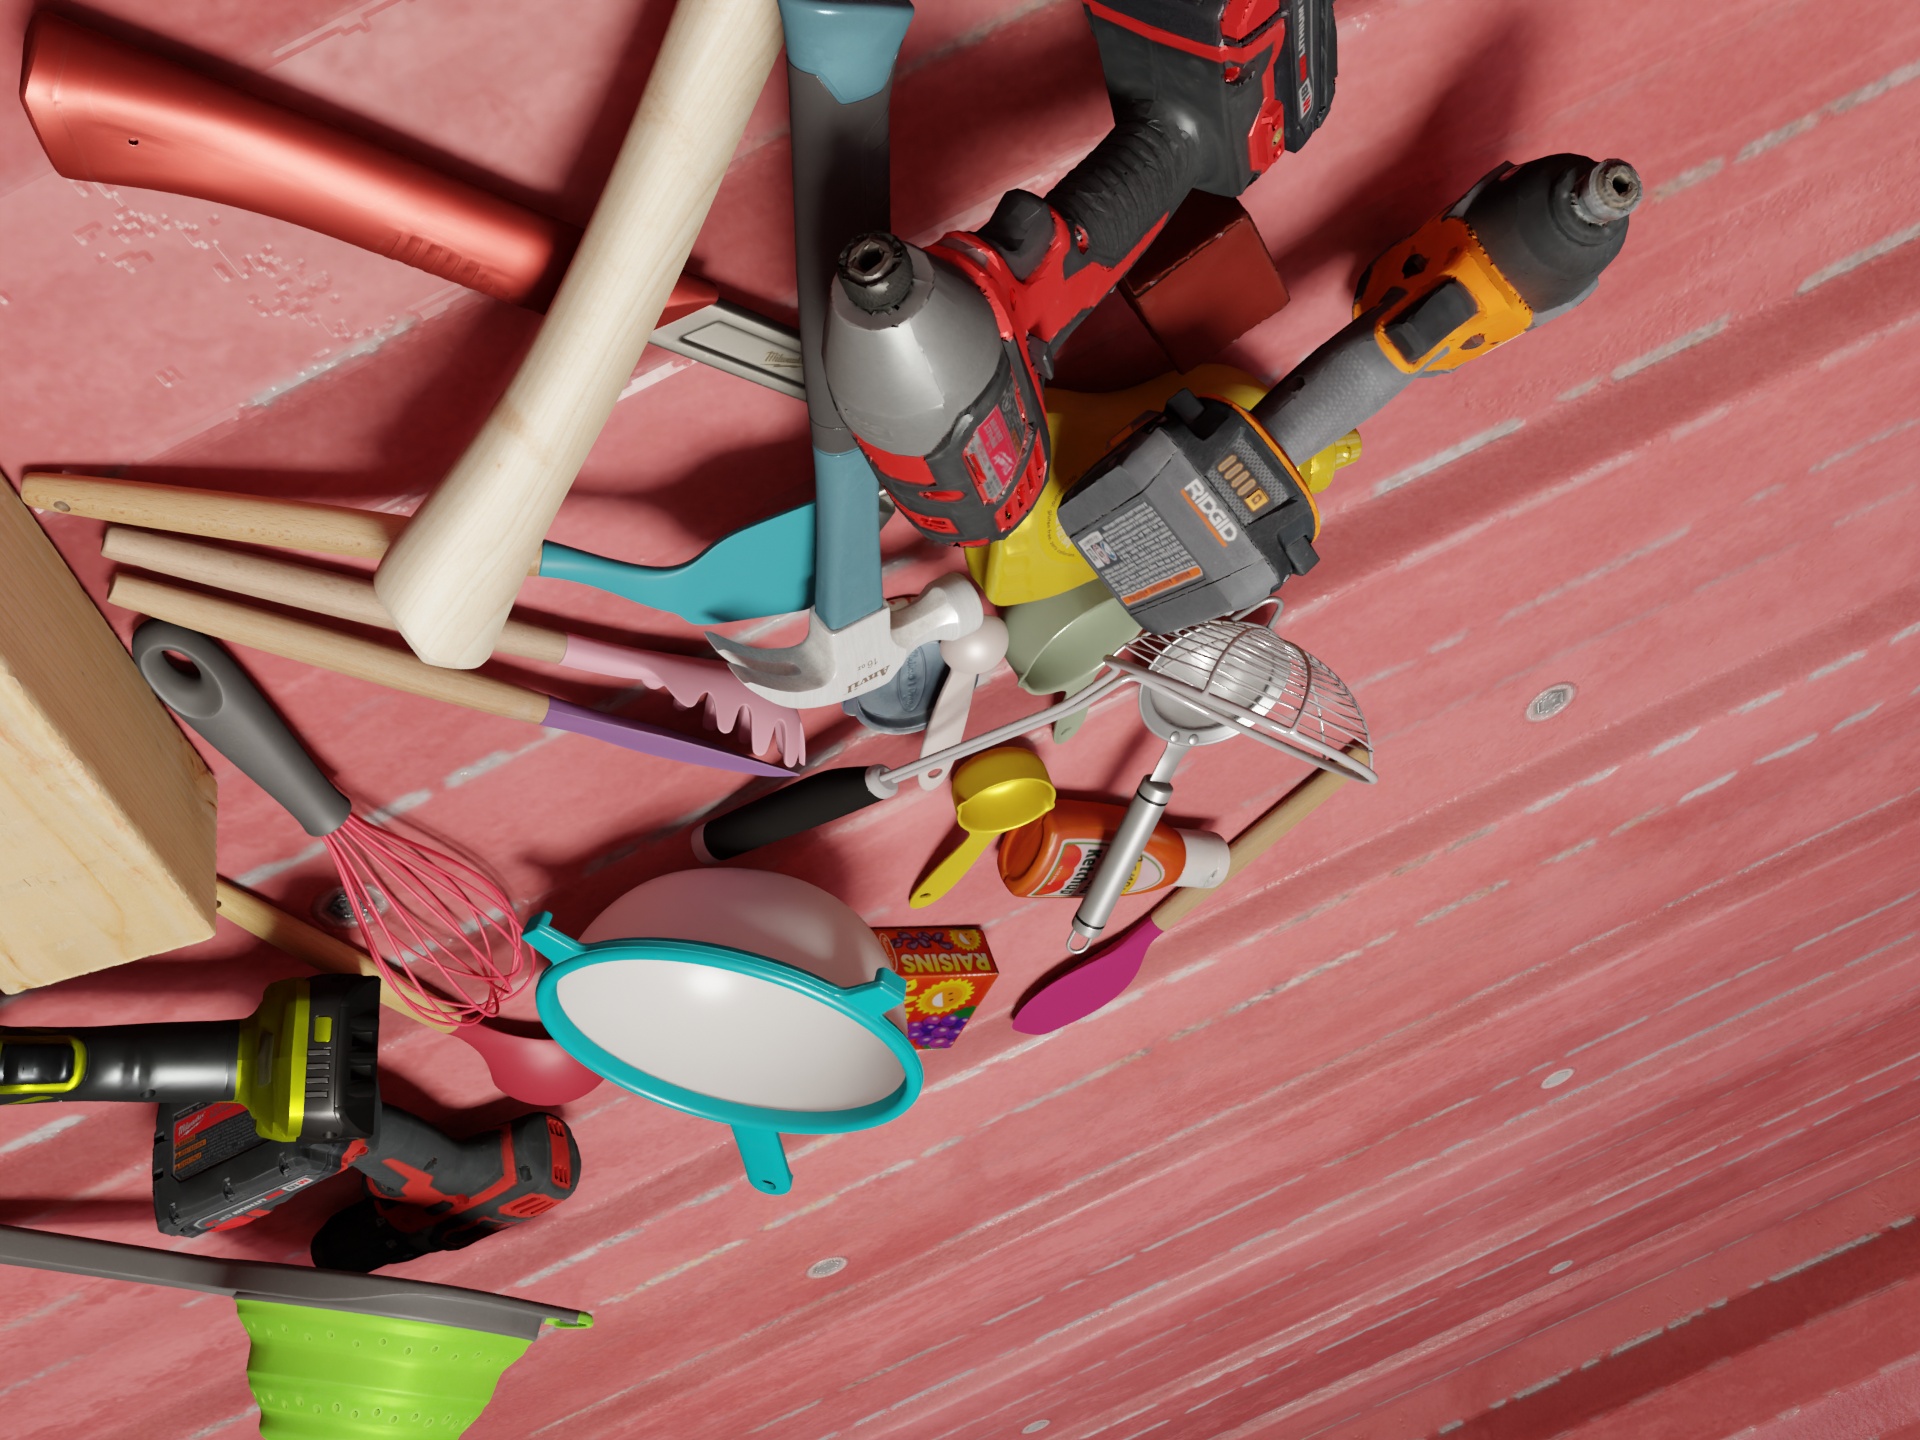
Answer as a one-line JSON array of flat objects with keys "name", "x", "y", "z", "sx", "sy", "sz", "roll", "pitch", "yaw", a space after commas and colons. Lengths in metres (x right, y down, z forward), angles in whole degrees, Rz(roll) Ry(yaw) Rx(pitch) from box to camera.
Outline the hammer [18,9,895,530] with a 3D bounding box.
[{"name": "hammer", "x": -0.134, "y": -0.167, "z": 0.574, "sx": 0.358, "sy": 0.037, "sz": 0.149, "roll": 14, "pitch": 128, "yaw": -38}]

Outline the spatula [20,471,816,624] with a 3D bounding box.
[{"name": "spatula", "x": -0.194, "y": -0.076, "z": 0.636, "sx": 0.317, "sy": 0.044, "sz": 0.082, "roll": 6, "pitch": 145, "yaw": -18}]

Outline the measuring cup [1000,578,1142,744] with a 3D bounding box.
[{"name": "measuring cup", "x": 0.053, "y": -0.033, "z": 0.831, "sx": 0.083, "sy": 0.038, "sz": 0.167, "roll": -29, "pitch": 161, "yaw": -13}]

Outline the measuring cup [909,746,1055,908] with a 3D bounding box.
[{"name": "measuring cup", "x": 0.002, "y": 0.064, "z": 0.926, "sx": 0.062, "sy": 0.029, "sz": 0.156, "roll": 2, "pitch": 147, "yaw": -28}]

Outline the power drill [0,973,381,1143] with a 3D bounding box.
[{"name": "power drill", "x": -0.387, "y": 0.154, "z": 0.718, "sx": 0.228, "sy": 0.080, "sz": 0.190, "roll": 4, "pitch": 167, "yaw": -24}]

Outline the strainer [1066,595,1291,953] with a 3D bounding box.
[{"name": "strainer", "x": 0.111, "y": 0.031, "z": 0.891, "sx": 0.086, "sy": 0.050, "sz": 0.258, "roll": 10, "pitch": 119, "yaw": -24}]

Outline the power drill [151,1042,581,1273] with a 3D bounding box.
[{"name": "power drill", "x": -0.360, "y": 0.269, "z": 0.933, "sx": 0.188, "sy": 0.080, "sz": 0.226, "roll": -26, "pitch": 146, "yaw": 14}]

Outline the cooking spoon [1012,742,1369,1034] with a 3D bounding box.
[{"name": "cooking spoon", "x": 0.150, "y": 0.119, "z": 1.062, "sx": 0.068, "sy": 0.017, "sz": 0.319, "roll": 22, "pitch": 124, "yaw": -43}]

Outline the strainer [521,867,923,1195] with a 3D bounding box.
[{"name": "strainer", "x": -0.116, "y": 0.178, "z": 0.923, "sx": 0.211, "sy": 0.095, "sz": 0.340, "roll": 8, "pitch": 145, "yaw": 6}]

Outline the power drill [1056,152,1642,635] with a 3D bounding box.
[{"name": "power drill", "x": 0.157, "y": -0.136, "z": 0.627, "sx": 0.226, "sy": 0.084, "sz": 0.164, "roll": -40, "pitch": -175, "yaw": -11}]

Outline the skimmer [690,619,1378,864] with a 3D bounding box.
[{"name": "skimmer", "x": 0.014, "y": 0.037, "z": 0.756, "sx": 0.363, "sy": 0.090, "sz": 0.127, "roll": -21, "pitch": 155, "yaw": 28}]

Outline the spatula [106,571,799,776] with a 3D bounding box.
[{"name": "spatula", "x": -0.213, "y": -0.012, "z": 0.716, "sx": 0.315, "sy": 0.018, "sz": 0.060, "roll": 19, "pitch": 168, "yaw": -37}]

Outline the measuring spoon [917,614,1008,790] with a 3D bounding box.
[{"name": "measuring spoon", "x": -0.001, "y": -0.003, "z": 0.790, "sx": 0.034, "sy": 0.018, "sz": 0.124, "roll": -6, "pitch": 139, "yaw": -22}]

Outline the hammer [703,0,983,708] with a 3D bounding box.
[{"name": "hammer", "x": -0.041, "y": -0.118, "z": 0.592, "sx": 0.128, "sy": 0.033, "sz": 0.330, "roll": -29, "pitch": 150, "yaw": -22}]

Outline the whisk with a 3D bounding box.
[{"name": "whisk", "x": -0.285, "y": 0.057, "z": 0.743, "sx": 0.073, "sy": 0.073, "sz": 0.295, "roll": -24, "pitch": 135, "yaw": 0}]

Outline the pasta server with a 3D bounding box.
[{"name": "pasta server", "x": -0.202, "y": -0.031, "z": 0.696, "sx": 0.316, "sy": 0.060, "sz": 0.040, "roll": 14, "pitch": 93, "yaw": -35}]

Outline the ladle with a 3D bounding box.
[{"name": "ladle", "x": -0.296, "y": 0.154, "z": 0.872, "sx": 0.069, "sy": 0.031, "sz": 0.315, "roll": -30, "pitch": 139, "yaw": 10}]

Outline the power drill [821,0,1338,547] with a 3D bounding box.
[{"name": "power drill", "x": 0.034, "y": -0.173, "z": 0.525, "sx": 0.220, "sy": 0.079, "sz": 0.143, "roll": -56, "pitch": 158, "yaw": -8}]

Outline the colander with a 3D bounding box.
[{"name": "colander", "x": -0.421, "y": 0.362, "z": 0.918, "sx": 0.397, "sy": 0.095, "sz": 0.204, "roll": 17, "pitch": 154, "yaw": -20}]

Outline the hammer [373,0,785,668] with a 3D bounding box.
[{"name": "hammer", "x": -0.087, "y": -0.185, "z": 0.529, "sx": 0.146, "sy": 0.038, "sz": 0.410, "roll": 13, "pitch": 120, "yaw": -38}]
